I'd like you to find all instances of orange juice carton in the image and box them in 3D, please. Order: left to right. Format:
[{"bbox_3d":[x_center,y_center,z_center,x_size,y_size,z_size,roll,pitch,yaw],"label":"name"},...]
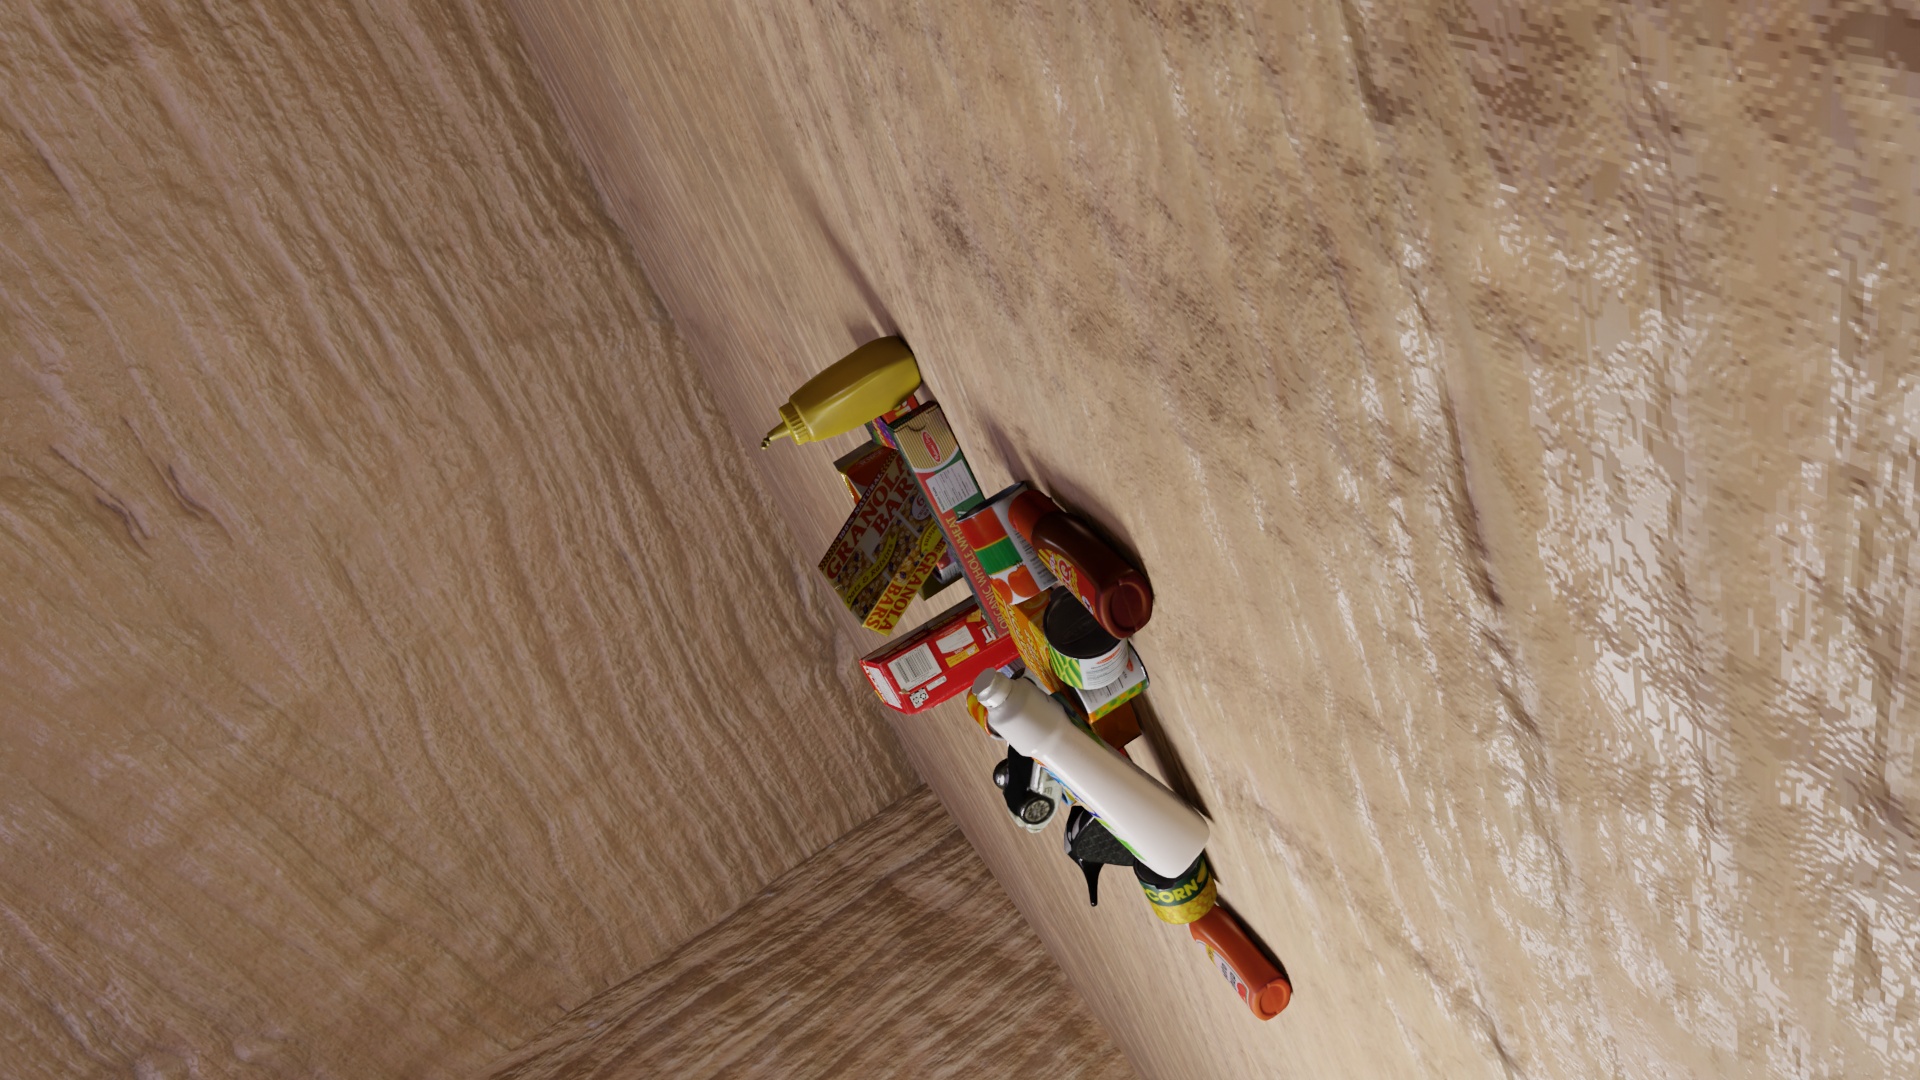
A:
[{"bbox_3d":[-0.066,-0.035,1.557,0.193,0.072,0.072,54,168,22],"label":"orange juice carton"}]

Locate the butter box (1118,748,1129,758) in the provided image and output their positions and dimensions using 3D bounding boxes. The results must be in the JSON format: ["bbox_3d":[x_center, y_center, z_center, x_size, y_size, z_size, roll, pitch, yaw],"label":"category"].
[{"bbox_3d":[0.155,0.234,1.424,0.053,0.024,0.103,59,169,1],"label":"butter box"}]

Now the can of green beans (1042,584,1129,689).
[{"bbox_3d":[0.101,0.078,1.109,0.071,0.071,0.057,52,168,30],"label":"can of green beans"}]

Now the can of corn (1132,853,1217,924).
[{"bbox_3d":[0.205,0.324,1.323,0.058,0.071,0.071,63,169,-29],"label":"can of corn"}]

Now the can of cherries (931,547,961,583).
[{"bbox_3d":[-0.013,0.001,1.447,0.071,0.058,0.071,55,169,16],"label":"can of cherries"}]

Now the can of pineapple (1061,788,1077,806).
[{"bbox_3d":[0.125,0.249,1.516,0.071,0.058,0.070,55,169,16],"label":"can of pineapple"}]

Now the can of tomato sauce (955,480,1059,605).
[{"bbox_3d":[0.044,0.003,1.156,0.083,0.071,0.071,59,170,-6],"label":"can of tomato sauce"}]

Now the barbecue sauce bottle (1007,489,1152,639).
[{"bbox_3d":[0.087,0.011,1.047,0.149,0.044,0.064,48,166,48],"label":"barbecue sauce bottle"}]

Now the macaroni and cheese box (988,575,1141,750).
[{"bbox_3d":[0.094,0.106,1.295,0.167,0.040,0.123,45,162,52],"label":"macaroni and cheese box"}]

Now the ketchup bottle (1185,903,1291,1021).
[{"bbox_3d":[0.257,0.390,1.342,0.149,0.043,0.064,47,165,49],"label":"ketchup bottle"}]

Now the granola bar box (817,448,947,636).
[{"bbox_3d":[-0.069,-0.004,1.415,0.039,0.165,0.124,25,-166,-38],"label":"granola bar box"}]

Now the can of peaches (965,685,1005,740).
[{"bbox_3d":[0.048,0.208,1.745,0.071,0.071,0.058,64,168,-28],"label":"can of peaches"}]

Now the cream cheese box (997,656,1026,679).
[{"bbox_3d":[0.067,0.152,1.607,0.104,0.024,0.053,42,160,56],"label":"cream cheese box"}]

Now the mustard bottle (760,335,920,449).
[{"bbox_3d":[-0.115,-0.128,1.270,0.049,0.160,0.065,53,167,33],"label":"mustard bottle"}]

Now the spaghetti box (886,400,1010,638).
[{"bbox_3d":[0.005,-0.017,1.337,0.249,0.050,0.029,63,170,-25],"label":"spaghetti box"}]

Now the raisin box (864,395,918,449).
[{"bbox_3d":[-0.079,-0.140,1.406,0.086,0.040,0.123,62,168,-15],"label":"raisin box"}]

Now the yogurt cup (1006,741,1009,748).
[{"bbox_3d":[0.095,0.232,1.599,0.054,0.072,0.072,23,144,59],"label":"yogurt cup"}]

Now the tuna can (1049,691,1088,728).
[{"bbox_3d":[0.095,0.176,1.285,0.071,0.033,0.071,54,170,14],"label":"tuna can"}]

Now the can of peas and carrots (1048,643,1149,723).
[{"bbox_3d":[0.115,0.112,1.163,0.071,0.059,0.070,56,169,17],"label":"can of peas and carrots"}]
